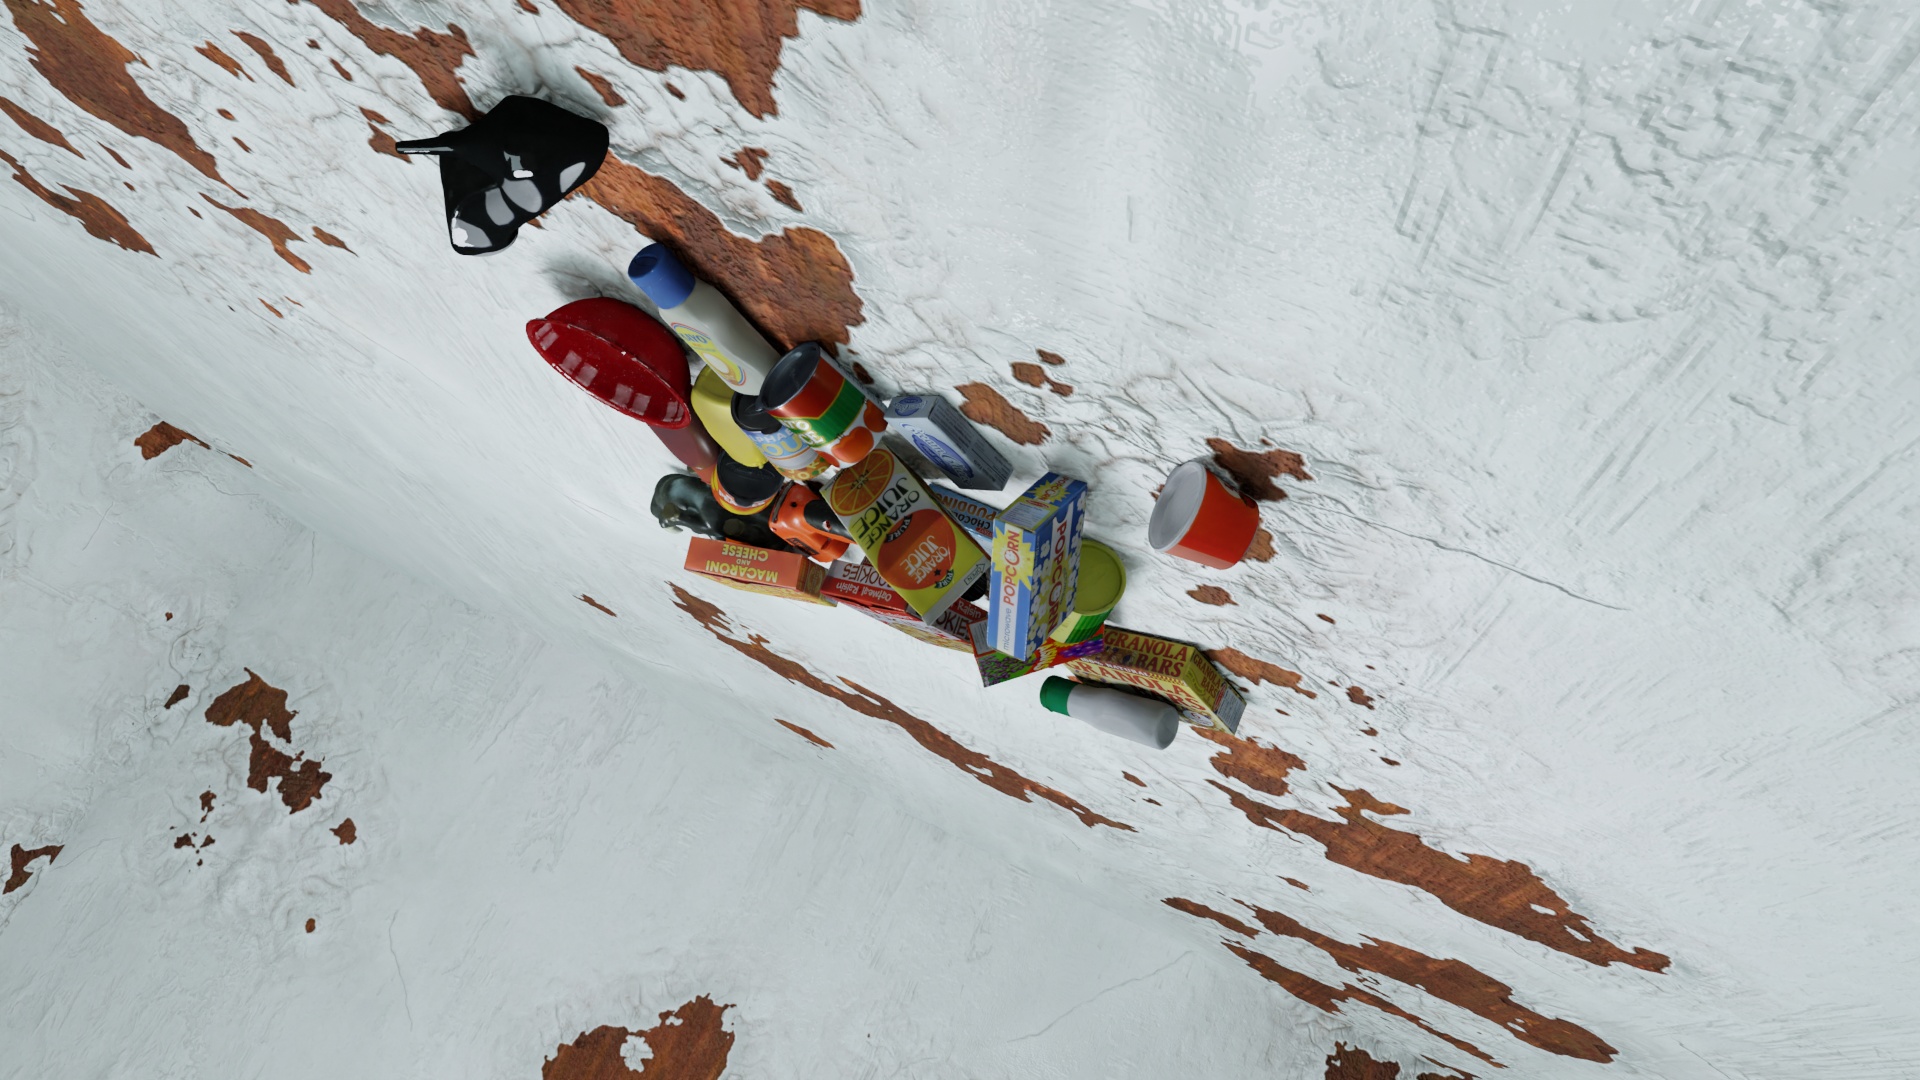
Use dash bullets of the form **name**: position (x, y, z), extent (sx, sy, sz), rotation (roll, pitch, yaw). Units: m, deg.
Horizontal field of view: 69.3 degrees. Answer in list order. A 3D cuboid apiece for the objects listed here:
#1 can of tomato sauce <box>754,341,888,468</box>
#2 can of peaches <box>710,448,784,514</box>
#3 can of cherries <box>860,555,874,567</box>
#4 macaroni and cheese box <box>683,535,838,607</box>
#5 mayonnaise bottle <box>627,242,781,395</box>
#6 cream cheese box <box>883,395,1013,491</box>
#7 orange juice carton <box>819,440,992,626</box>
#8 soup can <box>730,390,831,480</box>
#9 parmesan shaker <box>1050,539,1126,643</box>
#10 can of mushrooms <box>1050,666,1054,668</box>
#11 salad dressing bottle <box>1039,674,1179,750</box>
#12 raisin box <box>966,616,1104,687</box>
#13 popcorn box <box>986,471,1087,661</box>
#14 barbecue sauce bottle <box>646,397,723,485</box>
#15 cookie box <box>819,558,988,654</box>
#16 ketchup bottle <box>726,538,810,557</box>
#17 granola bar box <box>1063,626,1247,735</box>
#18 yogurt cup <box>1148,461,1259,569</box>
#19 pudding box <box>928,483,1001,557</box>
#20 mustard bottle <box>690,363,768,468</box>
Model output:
- **can of tomato sauce**: position (-0.108, -0.105, 1.098), extent (0.071, 0.071, 0.083), rotation (4, 151, 50)
- **can of peaches**: position (-0.208, -0.060, 1.353), extent (0.071, 0.071, 0.058), rotation (30, 162, -8)
- **can of cherries**: position (-0.078, 0.040, 1.460), extent (0.071, 0.058, 0.071), rotation (25, 162, 9)
- **macaroni and cheese box**: position (-0.206, 0.036, 1.482), extent (0.124, 0.040, 0.166), rotation (9, 173, 11)
- **mayonnaise bottle**: position (-0.200, -0.172, 1.091), extent (0.065, 0.041, 0.147), rotation (14, 158, 40)
- **cream cheese box**: position (-0.009, -0.077, 1.106), extent (0.053, 0.024, 0.103), rotation (5, 151, 46)
- **orange juice carton**: position (-0.039, -0.003, 1.145), extent (0.073, 0.072, 0.193), rotation (43, -176, -39)
- **soup can**: position (-0.145, -0.096, 1.171), extent (0.071, 0.071, 0.083), rotation (17, 159, 29)
- **parmesan shaker**: position (0.102, 0.044, 1.216), extent (0.071, 0.071, 0.102), rotation (26, 162, 4)
- **can of mushrooms**: position (0.076, 0.103, 1.454), extent (0.071, 0.033, 0.070), rotation (24, 160, 9)
- **salad dressing bottle**: position (0.146, 0.169, 1.392), extent (0.147, 0.044, 0.064), rotation (13, 159, 40)
- **raisin box**: position (0.072, 0.091, 1.307), extent (0.123, 0.040, 0.085), rotation (-17, 153, -2)
- **popcorn box**: position (0.060, 0.020, 1.094), extent (0.038, 0.085, 0.126), rotation (21, 128, 25)
- **barbecue sauce bottle**: position (-0.267, -0.104, 1.363), extent (0.065, 0.044, 0.148), rotation (19, 160, 24)
- **cookie box**: position (-0.038, 0.071, 1.370), extent (0.123, 0.040, 0.167), rotation (9, 166, 44)
- **ketchup bottle**: position (-0.216, -0.001, 1.564), extent (0.064, 0.043, 0.148), rotation (34, 161, -37)
- **granola bar box**: position (0.184, 0.133, 1.376), extent (0.165, 0.039, 0.124), rotation (10, 156, 42)
- **yogurt cup**: position (0.171, -0.014, 0.968), extent (0.054, 0.072, 0.072), rotation (24, 163, -15)
- **pudding box**: position (0.004, -0.016, 1.243), extent (0.084, 0.030, 0.049), rotation (22, 162, 16)
- **mustard bottle**: position (-0.196, -0.105, 1.252), extent (0.065, 0.049, 0.159), rotation (22, 161, 11)
